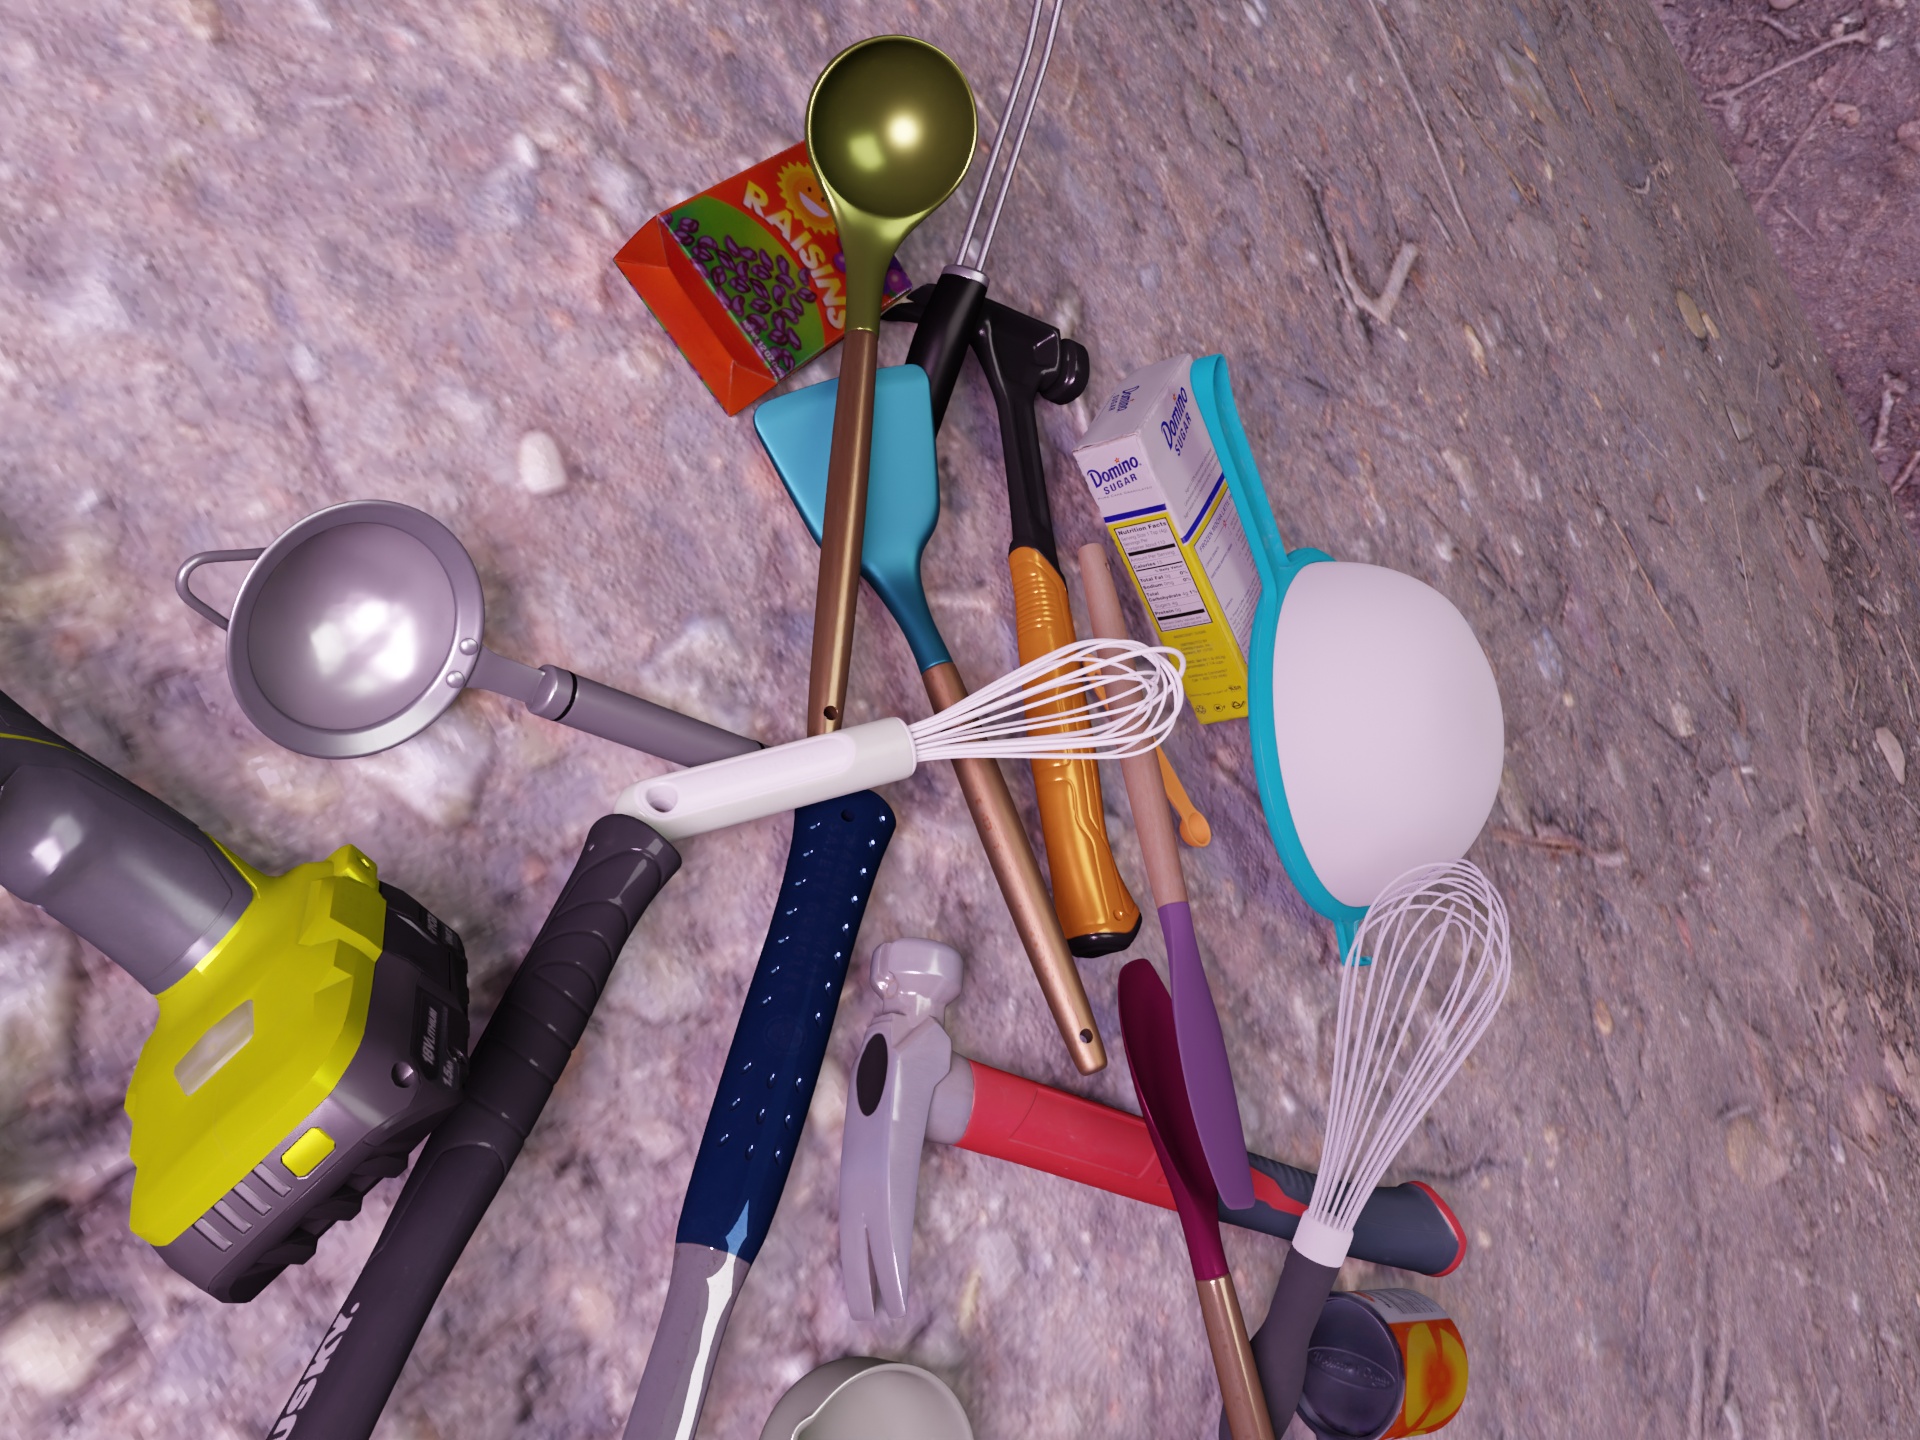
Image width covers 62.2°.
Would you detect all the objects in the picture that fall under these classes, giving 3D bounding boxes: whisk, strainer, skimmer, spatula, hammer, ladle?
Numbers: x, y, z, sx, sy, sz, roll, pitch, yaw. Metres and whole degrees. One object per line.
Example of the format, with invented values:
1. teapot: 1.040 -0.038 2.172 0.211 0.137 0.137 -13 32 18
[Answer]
1. whisk: 0.167 0.193 0.685 0.070 0.070 0.284 15 97 -40
2. strainer: -0.153 -0.012 0.560 0.258 0.050 0.087 24 91 -44
3. skimmer: 0.034 -0.257 0.759 0.090 0.127 0.363 21 87 -64
4. spatula: 0.090 0.060 0.722 0.059 0.018 0.316 28 47 -57
5. hammer: 0.106 0.220 0.712 0.386 0.038 0.143 26 56 -35
6. spatula: -0.001 -0.002 0.679 0.082 0.044 0.318 -18 74 -14
7. ladle: -0.040 -0.144 0.672 0.078 0.062 0.320 10 72 -20
8. whisk: -0.016 0.008 0.625 0.246 0.059 0.058 -14 62 -24
9. hammer: 0.036 -0.053 0.773 0.127 0.034 0.337 10 65 -43
10. strainer: 0.216 -0.047 0.840 0.340 0.095 0.211 63 38 -28
11. hammer: -0.153 0.145 0.447 0.035 0.146 0.335 45 34 -21
12. hammer: -0.078 0.187 0.516 0.144 0.035 0.406 17 50 -3

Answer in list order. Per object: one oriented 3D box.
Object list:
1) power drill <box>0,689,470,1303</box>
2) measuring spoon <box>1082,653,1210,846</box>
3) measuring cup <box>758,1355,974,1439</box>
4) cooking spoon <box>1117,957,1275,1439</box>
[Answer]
1. power drill: -0.227 0.032 0.373 0.080 0.191 0.228 -43 114 -2
2. measuring spoon: 0.093 0.016 0.819 0.117 0.011 0.021 57 39 -3
3. measuring cup: -0.055 0.293 0.524 0.083 0.038 0.168 41 62 -23
4. cooking spoon: 0.111 0.256 0.660 0.068 0.017 0.319 1 73 -62
